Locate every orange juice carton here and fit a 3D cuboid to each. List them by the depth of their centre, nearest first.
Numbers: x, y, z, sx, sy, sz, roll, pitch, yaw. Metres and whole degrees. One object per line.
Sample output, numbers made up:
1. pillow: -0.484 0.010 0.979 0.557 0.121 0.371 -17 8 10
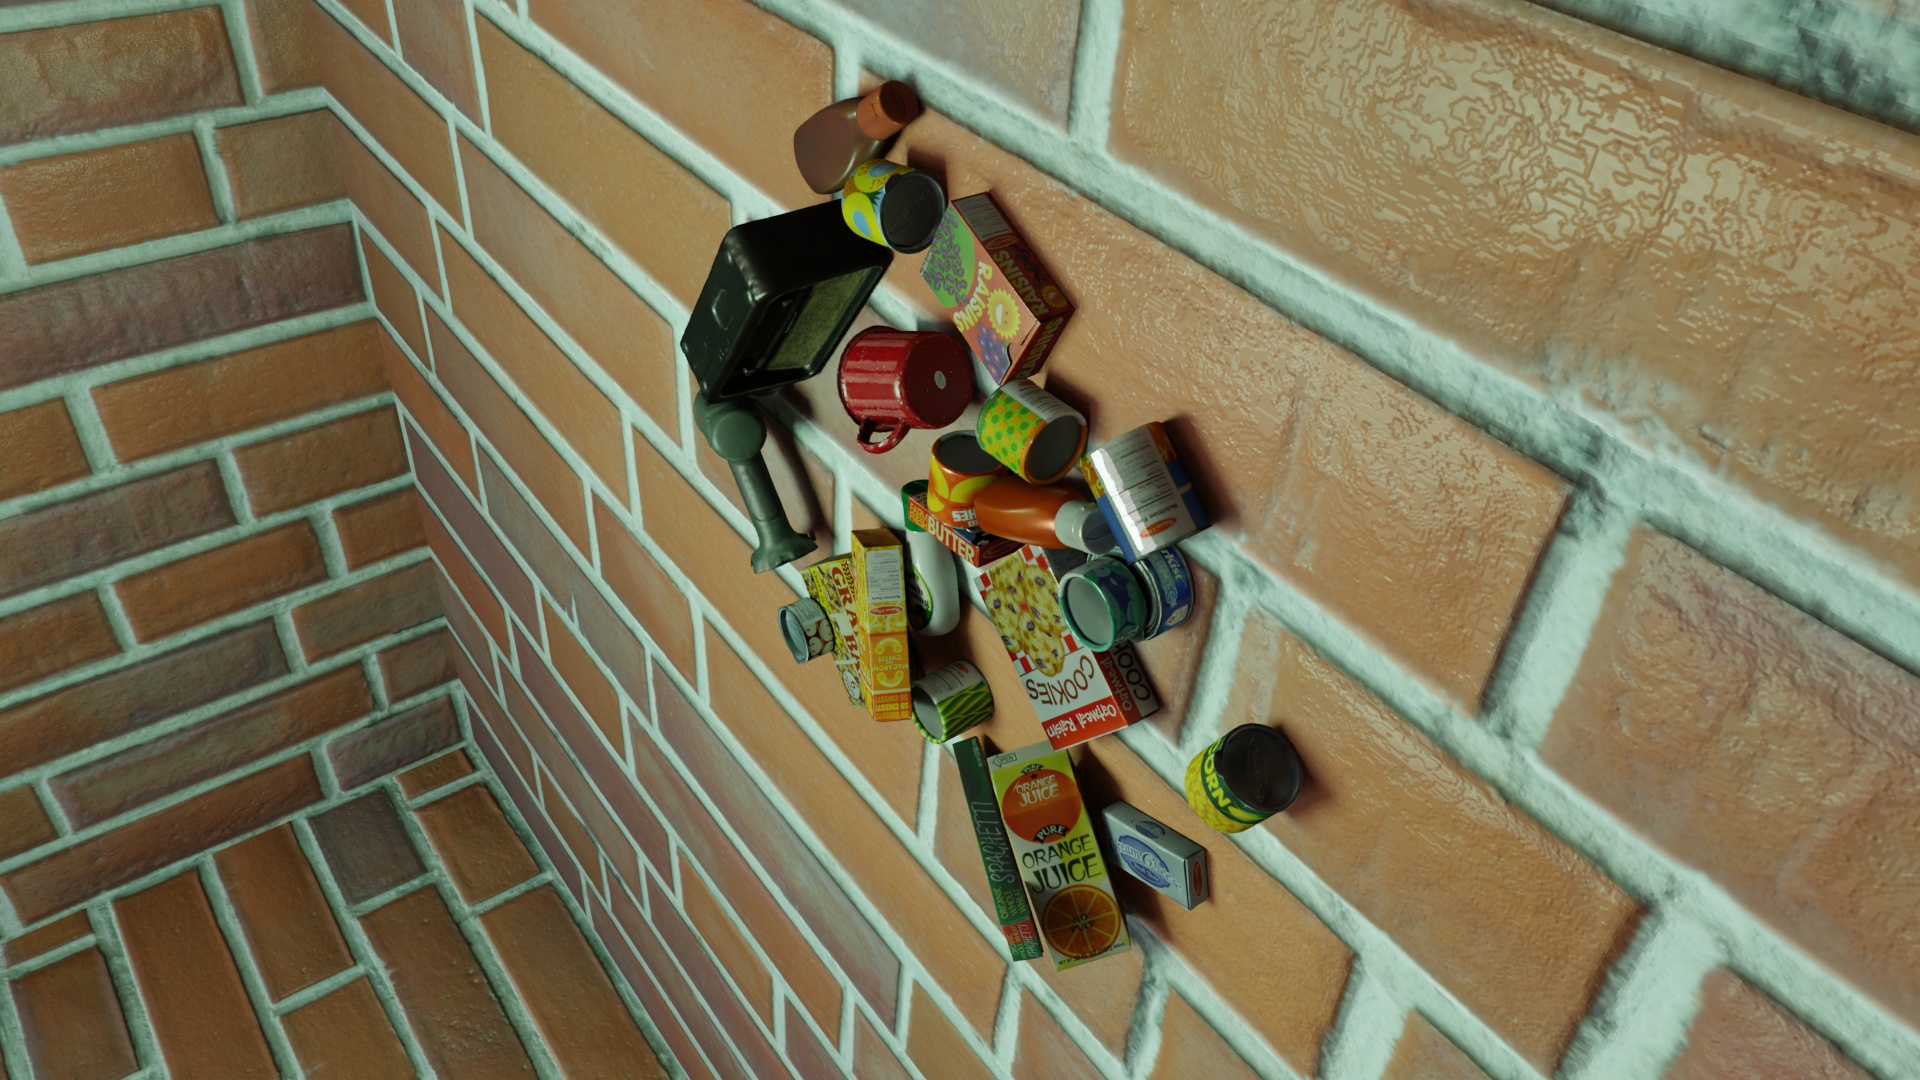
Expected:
1. orange juice carton: 0.086 0.269 1.222 0.073 0.072 0.192 -80 -29 -81

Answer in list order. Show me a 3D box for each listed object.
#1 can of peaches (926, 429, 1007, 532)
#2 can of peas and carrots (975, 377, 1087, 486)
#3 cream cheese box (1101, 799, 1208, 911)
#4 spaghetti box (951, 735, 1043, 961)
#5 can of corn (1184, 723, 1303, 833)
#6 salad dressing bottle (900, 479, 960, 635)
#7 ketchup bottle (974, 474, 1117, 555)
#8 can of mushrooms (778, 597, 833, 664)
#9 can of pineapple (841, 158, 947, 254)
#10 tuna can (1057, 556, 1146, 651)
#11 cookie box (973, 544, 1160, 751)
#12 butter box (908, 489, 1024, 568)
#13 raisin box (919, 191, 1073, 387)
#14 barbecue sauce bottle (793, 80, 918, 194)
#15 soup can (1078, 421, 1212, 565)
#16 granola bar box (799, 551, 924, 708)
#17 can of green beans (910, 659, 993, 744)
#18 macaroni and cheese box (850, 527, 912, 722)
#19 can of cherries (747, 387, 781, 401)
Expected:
1. can of peaches: 0.007 -0.050 1.164 0.071 0.071 0.057 42 141 36
2. can of peas and carrots: 0.054 -0.081 1.068 0.059 0.071 0.070 39 140 38
3. cream cheese box: 0.163 0.264 1.172 0.104 0.024 0.053 23 128 50
4. spaghetti box: 0.031 0.275 1.269 0.251 0.029 0.050 -109 2 -58
5. can of corn: 0.201 0.172 1.003 0.071 0.071 0.058 58 149 14
6. salad dressing bottle: -0.030 0.016 1.291 0.064 0.044 0.147 34 137 51
7. ketchup bottle: 0.069 -0.019 1.070 0.149 0.065 0.043 20 131 62
8. can of mushrooms: -0.167 0.098 1.497 0.071 0.033 0.070 41 143 41
9. can of pineapple: -0.054 -0.270 1.112 0.058 0.071 0.070 32 135 45
10. tuna can: 0.106 0.050 1.037 0.071 0.033 0.070 37 138 42
11. cookie box: 0.086 0.084 1.157 0.167 0.040 0.122 64 150 6
12. butter box: 0.004 -0.015 1.206 0.104 0.053 0.024 35 136 42
13. raisin box: 0.025 -0.192 1.067 0.123 0.040 0.085 56 147 16
14. barbecue sauce bottle: -0.087 -0.335 1.144 0.148 0.044 0.064 -9 102 59
15. soup can: 0.130 -0.033 0.984 0.084 0.071 0.071 65 150 5
16. granola bar box: -0.103 0.095 1.464 0.124 0.039 0.165 -13 98 60
17. can of green beans: -0.011 0.156 1.341 0.071 0.058 0.071 37 138 41
18. macaroni and cheese box: -0.077 0.078 1.334 0.124 0.040 0.166 -144 50 -78
19. can of cherries: -0.214 -0.185 1.424 0.058 0.072 0.071 42 142 36
